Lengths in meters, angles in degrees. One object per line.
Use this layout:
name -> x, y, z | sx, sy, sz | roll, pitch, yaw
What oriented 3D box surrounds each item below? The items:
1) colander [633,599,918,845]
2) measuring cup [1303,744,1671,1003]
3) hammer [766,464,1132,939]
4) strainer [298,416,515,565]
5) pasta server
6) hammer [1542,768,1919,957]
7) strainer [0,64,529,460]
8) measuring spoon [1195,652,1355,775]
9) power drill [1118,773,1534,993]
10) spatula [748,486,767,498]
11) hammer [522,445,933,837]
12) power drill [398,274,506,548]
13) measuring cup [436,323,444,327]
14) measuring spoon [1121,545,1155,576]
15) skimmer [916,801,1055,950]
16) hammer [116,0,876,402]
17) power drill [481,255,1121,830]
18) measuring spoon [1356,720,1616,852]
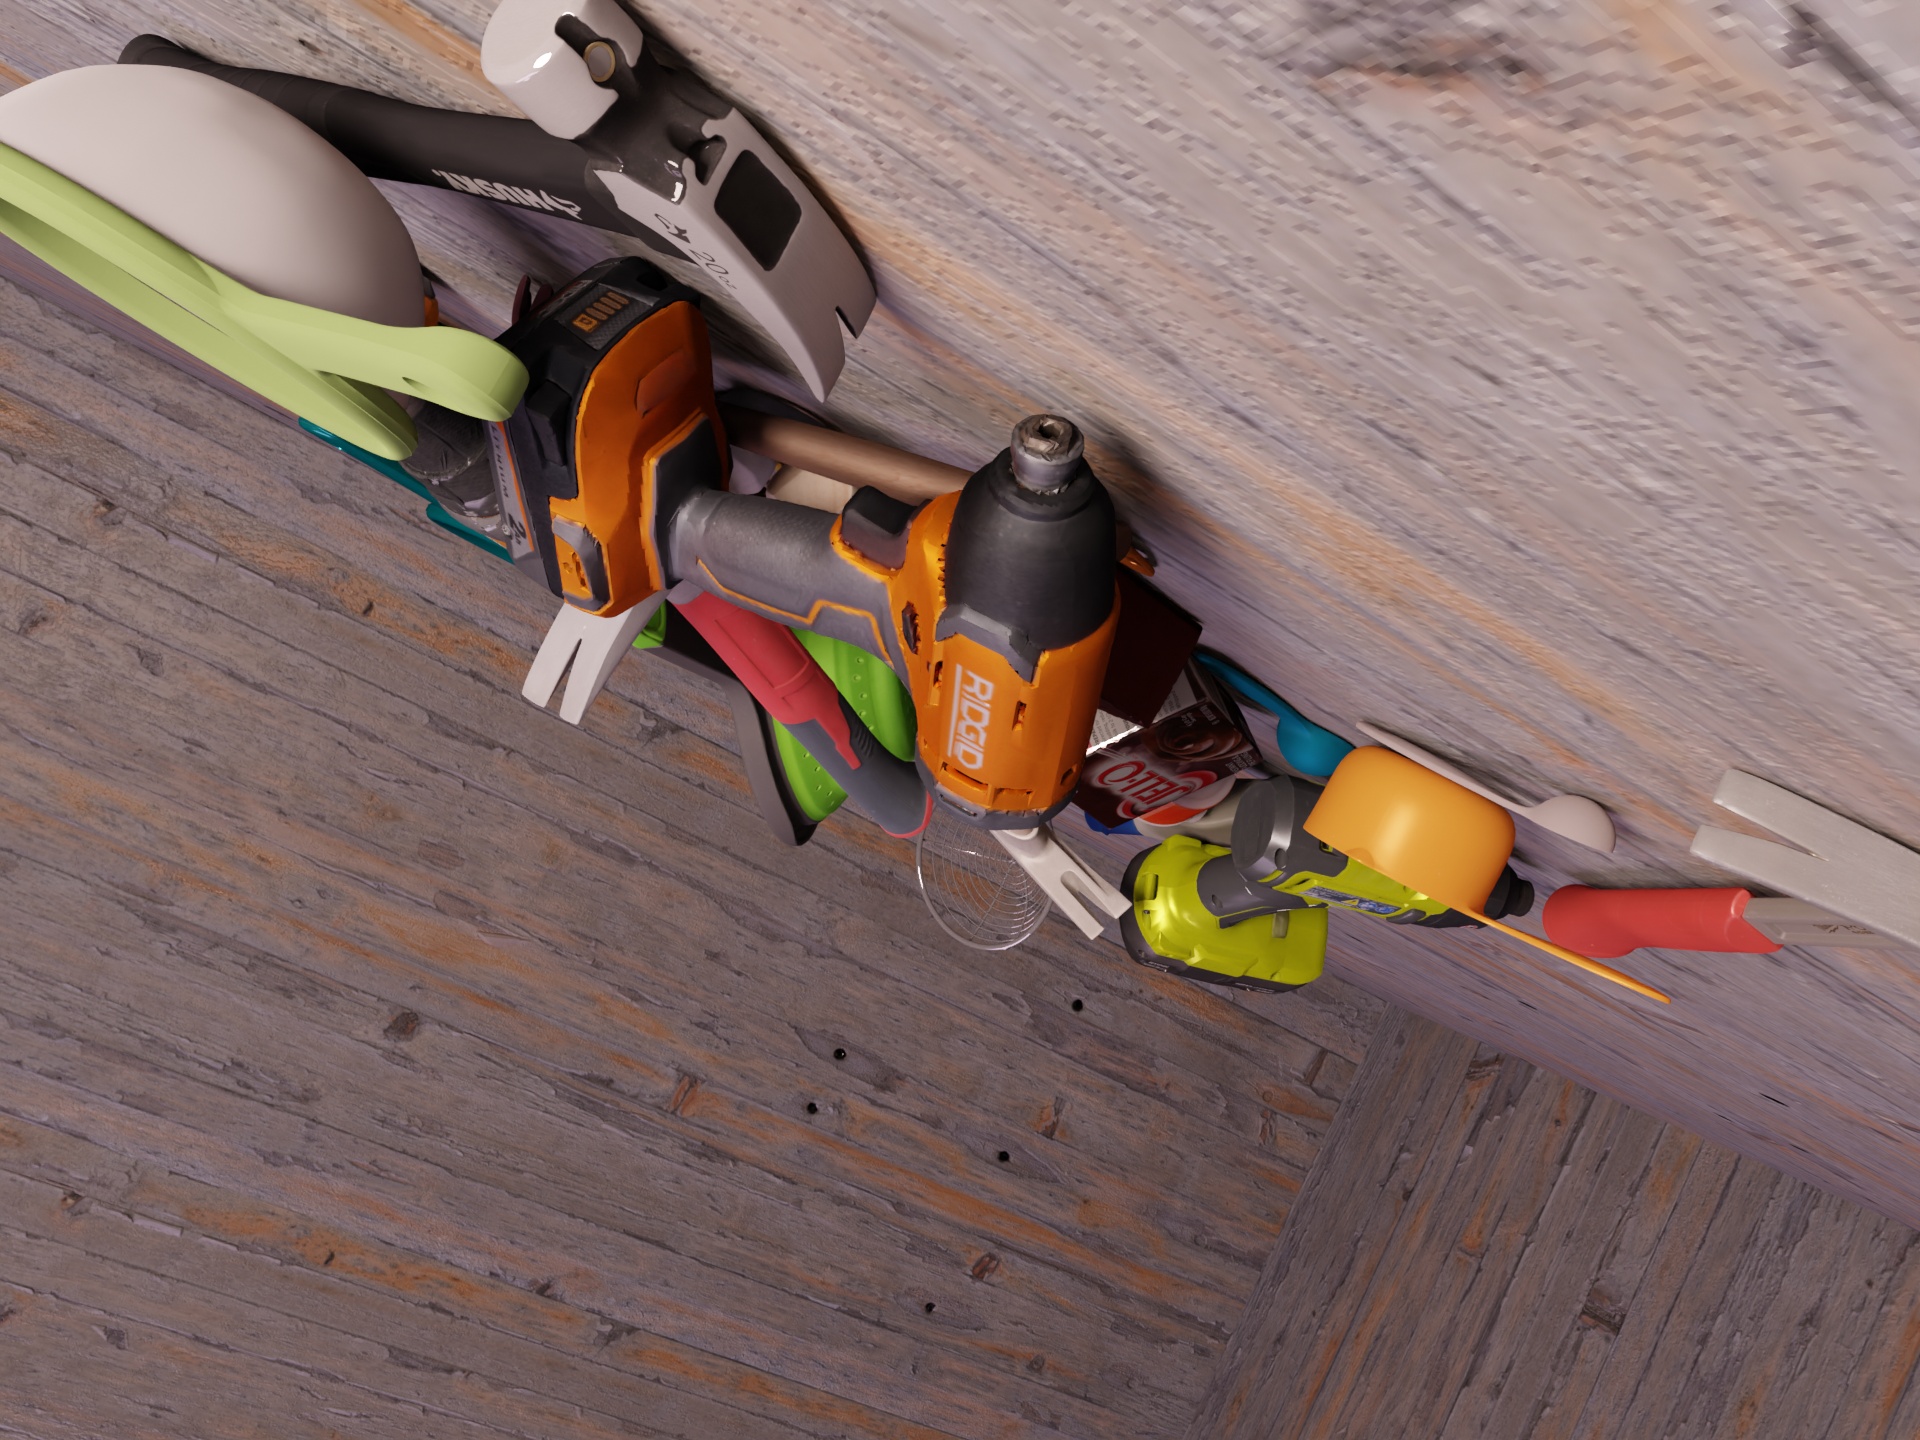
colander -> -0.089, -0.036, 0.937 | 0.094, 0.204, 0.397 | -6, 172, 10
measuring cup -> 0.238, 0.064, 0.703 | 0.174, 0.052, 0.095 | 27, -176, 34
hammer -> -0.001, -0.003, 0.791 | 0.146, 0.038, 0.410 | 46, 174, 27
strainer -> -0.247, -0.140, 0.957 | 0.211, 0.095, 0.340 | 23, 174, 29
pasta server -> -0.067, -0.115, 0.608 | 0.316, 0.040, 0.060 | 22, 174, 32
hammer -> 0.310, 0.080, 0.668 | 0.149, 0.037, 0.359 | 26, 175, 4
strainer -> -0.176, -0.129, 0.425 | 0.257, 0.069, 0.151 | 22, 170, 42
measuring spoon -> 0.148, 0.000, 0.769 | 0.128, 0.021, 0.042 | 29, 175, -42
power drill -> 0.202, 0.100, 0.922 | 0.171, 0.080, 0.223 | 16, 159, -16
spatula -> -0.130, -0.119, 0.869 | 0.317, 0.044, 0.082 | 28, 171, 3
hammer -> -0.088, 0.002, 0.817 | 0.038, 0.143, 0.386 | 27, 167, 23
power drill -> -0.246, -0.151, 0.681 | 0.226, 0.084, 0.185 | 38, 180, 21
measuring cup -> -0.338, -0.222, 0.938 | 0.168, 0.038, 0.083 | 25, 176, 42
measuring spoon -> 0.051, -0.074, 0.581 | 0.021, 0.011, 0.116 | 27, 180, 27
skimmer -> 0.036, 0.054, 1.027 | 0.363, 0.090, 0.127 | 108, 140, -67
hammer -> -0.168, -0.176, 0.492 | 0.335, 0.035, 0.146 | 23, 174, 37
power drill -> -0.050, -0.069, 0.536 | 0.226, 0.084, 0.164 | 28, 144, 15
measuring spoon -> 0.222, 0.022, 0.675 | 0.124, 0.018, 0.034 | 31, -167, 39
